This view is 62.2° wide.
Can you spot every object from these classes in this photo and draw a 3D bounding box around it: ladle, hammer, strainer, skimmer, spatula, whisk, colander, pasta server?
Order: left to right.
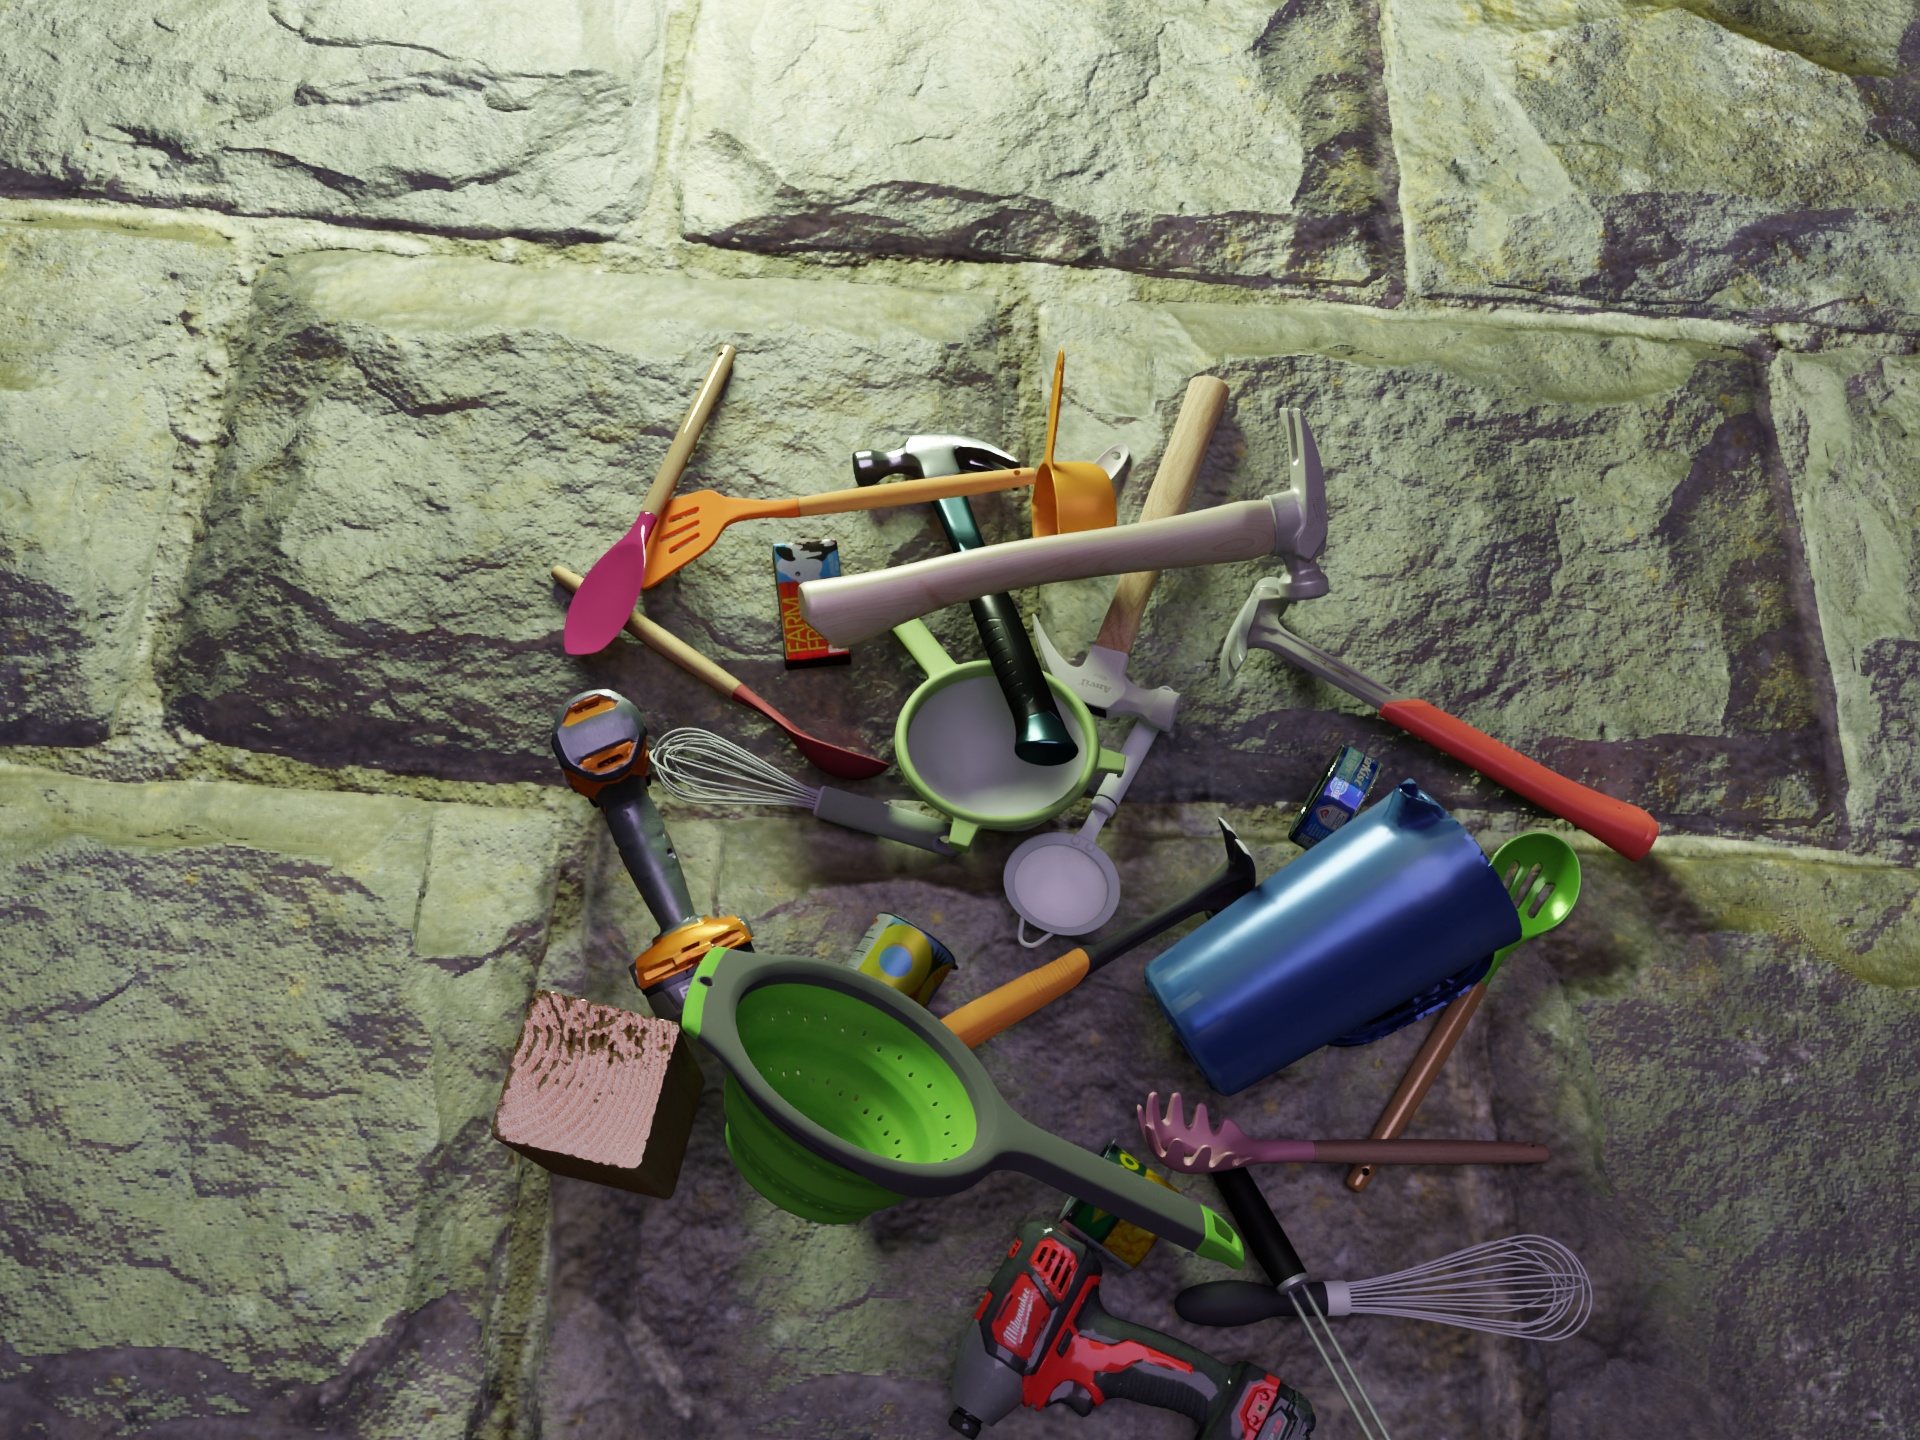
[{"bbox_3d":[-0.191,-0.036,1.217,0.315,0.069,0.031,32,89,14],"label":"ladle"},{"bbox_3d":[-0.113,0.058,1.189,0.246,0.059,0.057,17,107,-2],"label":"whisk"},{"bbox_3d":[-0.101,-0.165,1.248,0.322,0.041,0.081,-8,59,1],"label":"spatula"},{"bbox_3d":[-0.009,0.284,1.013,0.397,0.205,0.094,27,108,-7],"label":"colander"},{"bbox_3d":[-0.002,-0.004,1.217,0.151,0.069,0.257,-25,57,-20],"label":"strainer"},{"bbox_3d":[0.018,-0.101,1.226,0.128,0.033,0.331,-13,56,-10],"label":"hammer"},{"bbox_3d":[0.061,0.184,1.122,0.337,0.127,0.034,-28,58,-9],"label":"hammer"},{"bbox_3d":[0.082,-0.129,1.169,0.410,0.038,0.146,-12,104,-16],"label":"hammer"},{"bbox_3d":[0.106,0.073,1.202,0.087,0.050,0.258,27,63,11],"label":"strainer"},{"bbox_3d":[0.154,-0.148,1.290,0.130,0.031,0.331,16,64,13],"label":"hammer"},{"bbox_3d":[0.270,0.293,1.105,0.316,0.060,0.040,5,111,-14],"label":"pasta server"},{"bbox_3d":[0.245,0.396,0.995,0.127,0.090,0.364,-17,50,-15],"label":"skimmer"},{"bbox_3d":[0.288,0.393,1.084,0.284,0.070,0.070,-3,69,-1],"label":"whisk"},{"bbox_3d":[0.370,0.012,1.226,0.359,0.036,0.149,30,37,2],"label":"hammer"}]

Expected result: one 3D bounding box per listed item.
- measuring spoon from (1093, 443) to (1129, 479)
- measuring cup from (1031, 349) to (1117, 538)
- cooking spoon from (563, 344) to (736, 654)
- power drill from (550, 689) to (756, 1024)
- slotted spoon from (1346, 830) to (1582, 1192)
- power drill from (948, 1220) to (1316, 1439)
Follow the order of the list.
[{"bbox_3d":[0.104,-0.188,1.321,0.034,0.018,0.124,36,63,9],"label":"measuring spoon"},{"bbox_3d":[0.091,-0.195,1.216,0.052,0.095,0.173,-1,113,-11],"label":"measuring cup"},{"bbox_3d":[-0.238,-0.181,1.265,0.069,0.017,0.319,-1,56,32],"label":"cooking spoon"},{"bbox_3d":[-0.218,0.097,1.115,0.084,0.164,0.226,-23,85,-13],"label":"power drill"},{"bbox_3d":[0.368,0.213,1.177,0.070,0.031,0.314,34,71,10],"label":"slotted spoon"},{"bbox_3d":[0.104,0.444,1.038,0.220,0.078,0.143,30,69,10],"label":"power drill"}]
